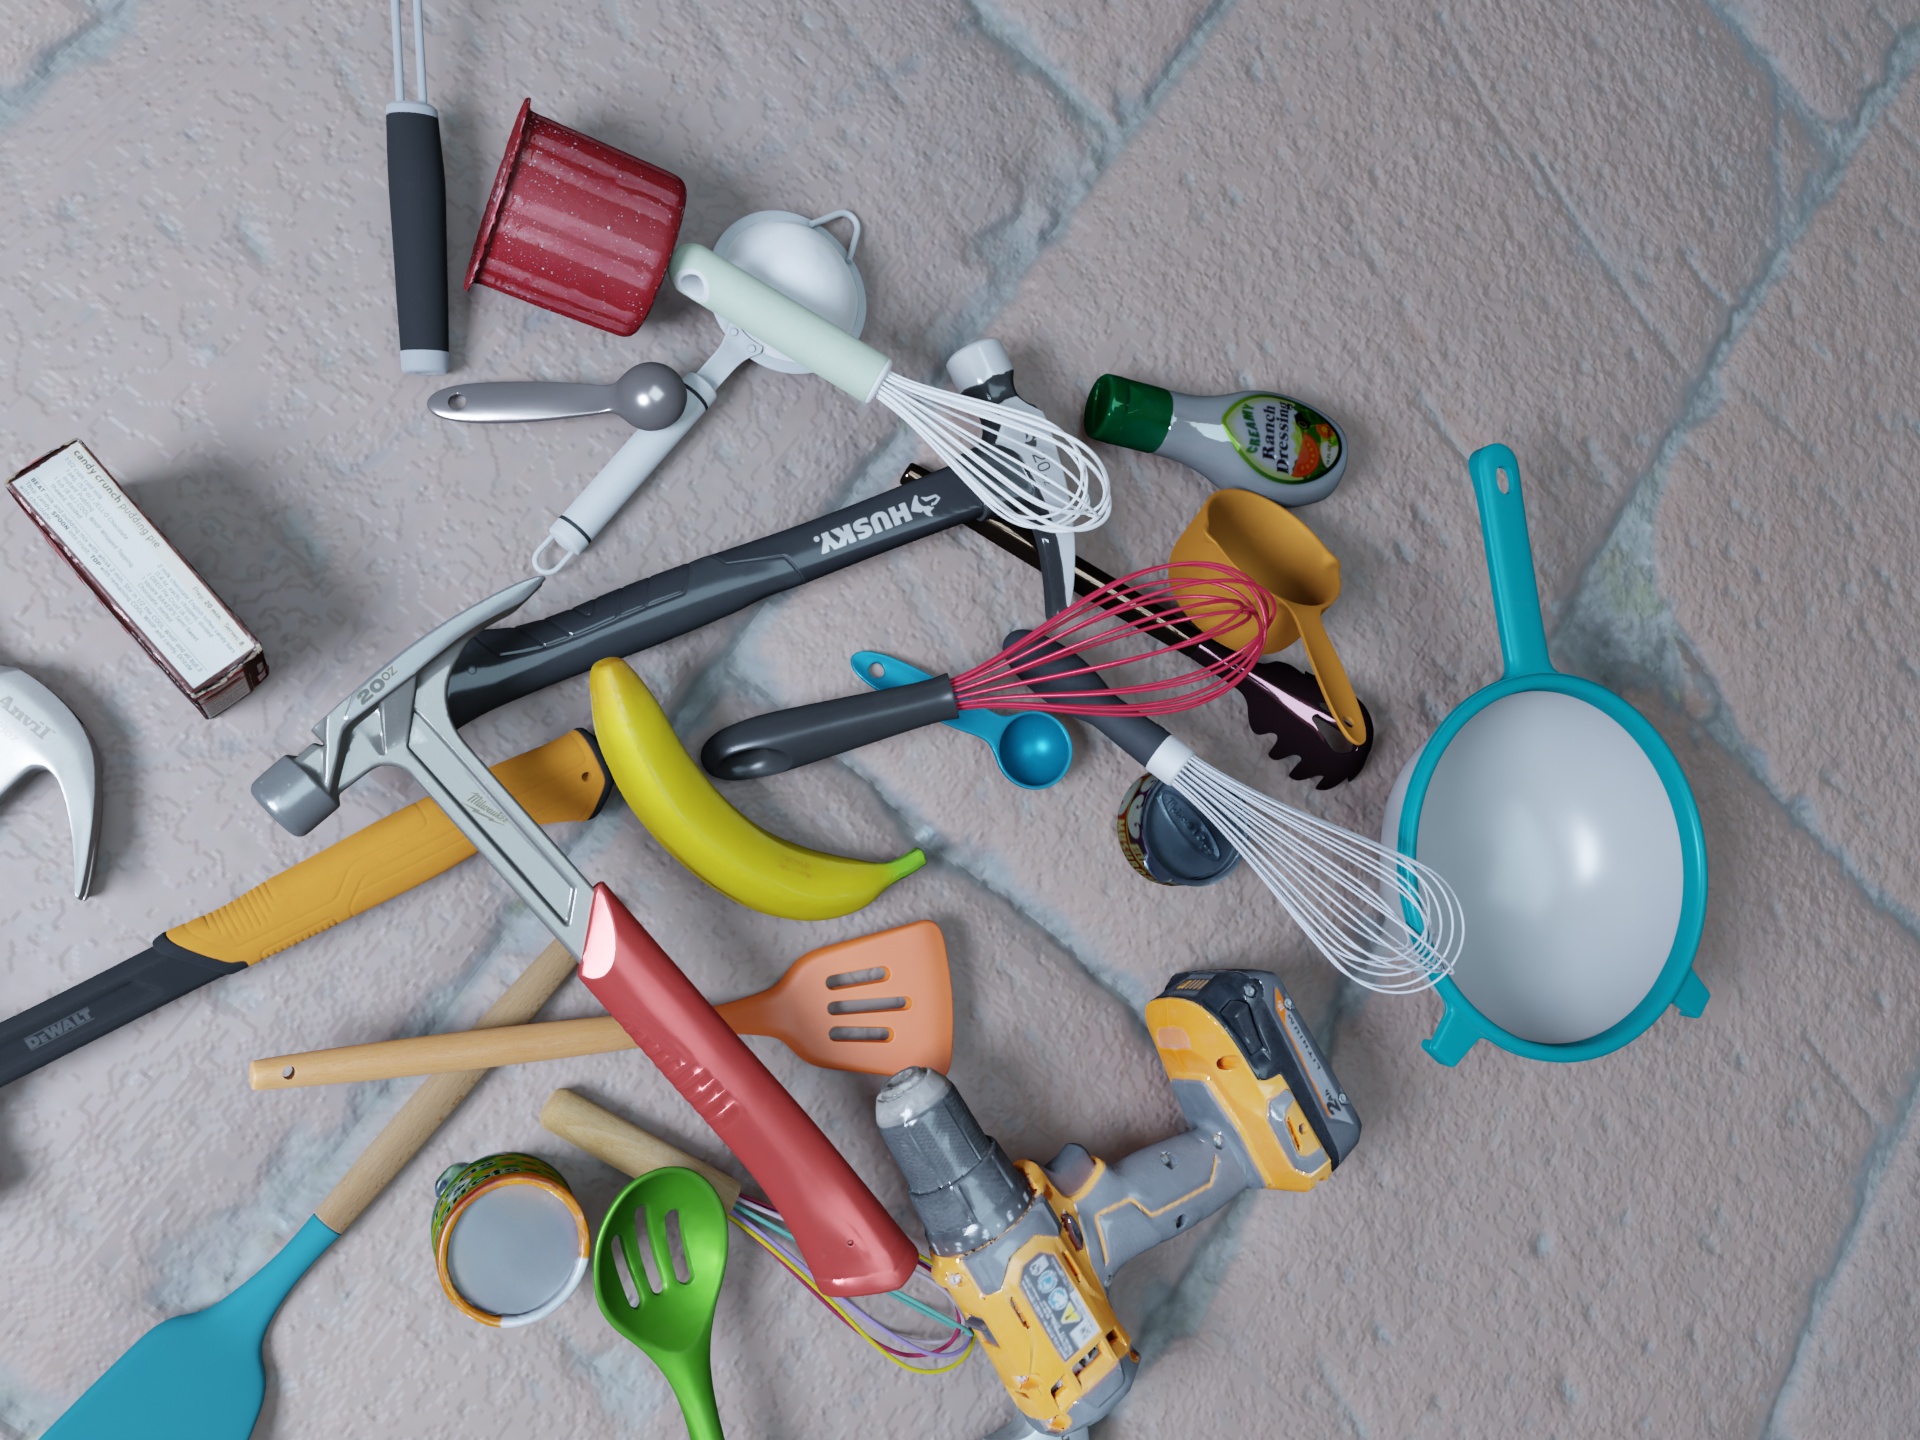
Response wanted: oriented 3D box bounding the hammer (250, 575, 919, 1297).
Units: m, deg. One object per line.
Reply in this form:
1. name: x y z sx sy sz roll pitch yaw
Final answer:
1. hammer: -0.134 0.114 0.709 0.149 0.037 0.359 -42 101 -15

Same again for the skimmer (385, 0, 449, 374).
1. skimmer: -0.268 -0.348 0.766 0.127 0.090 0.363 -4 96 -23

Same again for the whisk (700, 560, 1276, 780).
1. whisk: 0.015 -0.017 0.789 0.296 0.073 0.073 -15 90 -1

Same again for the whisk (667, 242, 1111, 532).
1. whisk: -0.033 -0.162 0.775 0.246 0.057 0.059 30 49 -6

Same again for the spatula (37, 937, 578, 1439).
1. spatula: -0.260 0.206 0.707 0.082 0.044 0.317 45 71 -18

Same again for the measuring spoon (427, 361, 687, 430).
1. measuring spoon: -0.194 -0.156 0.762 0.124 0.018 0.034 -3 81 -4

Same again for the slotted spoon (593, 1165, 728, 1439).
1. slotted spoon: -0.110 0.357 0.723 0.070 0.031 0.314 -13 89 -40

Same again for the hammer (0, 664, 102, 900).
1. hammer: -0.485 0.116 0.640 0.130 0.031 0.331 40 73 -12

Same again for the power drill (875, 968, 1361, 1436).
1. power drill: 0.076 0.210 0.796 0.226 0.084 0.185 -33 96 -27

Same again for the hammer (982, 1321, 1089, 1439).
1. hammer: -0.086 0.406 0.757 0.331 0.033 0.128 -17 90 -20

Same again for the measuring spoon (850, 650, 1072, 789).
1. measuring spoon: -0.001 -0.003 0.840 0.128 0.021 0.042 27 76 -6

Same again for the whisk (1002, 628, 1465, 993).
1. whisk: 0.134 0.040 0.818 0.285 0.070 0.070 38 72 15

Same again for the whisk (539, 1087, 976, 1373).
1. whisk: -0.093 0.246 0.766 0.245 0.051 0.047 33 81 -11

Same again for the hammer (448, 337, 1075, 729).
1. hammer: -0.097 -0.070 0.786 0.335 0.035 0.146 -23 88 -17

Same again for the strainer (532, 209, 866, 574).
1. strainer: -0.125 -0.170 0.796 0.086 0.050 0.258 42 76 -15

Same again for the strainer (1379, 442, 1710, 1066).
1. strainer: 0.302 0.019 0.905 0.211 0.095 0.340 -5 85 -23

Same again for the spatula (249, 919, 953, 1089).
1. spatula: -0.154 0.145 0.739 0.322 0.041 0.081 -1 86 -30

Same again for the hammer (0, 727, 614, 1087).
1. hammer: -0.308 0.082 0.689 0.337 0.034 0.127 -28 118 -24

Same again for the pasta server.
1. pasta server: 0.103 -0.054 0.876 0.316 0.040 0.060 29 76 -11

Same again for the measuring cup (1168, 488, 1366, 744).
1. measuring cup: 0.166 -0.044 0.843 0.095 0.052 0.174 8 49 -30
